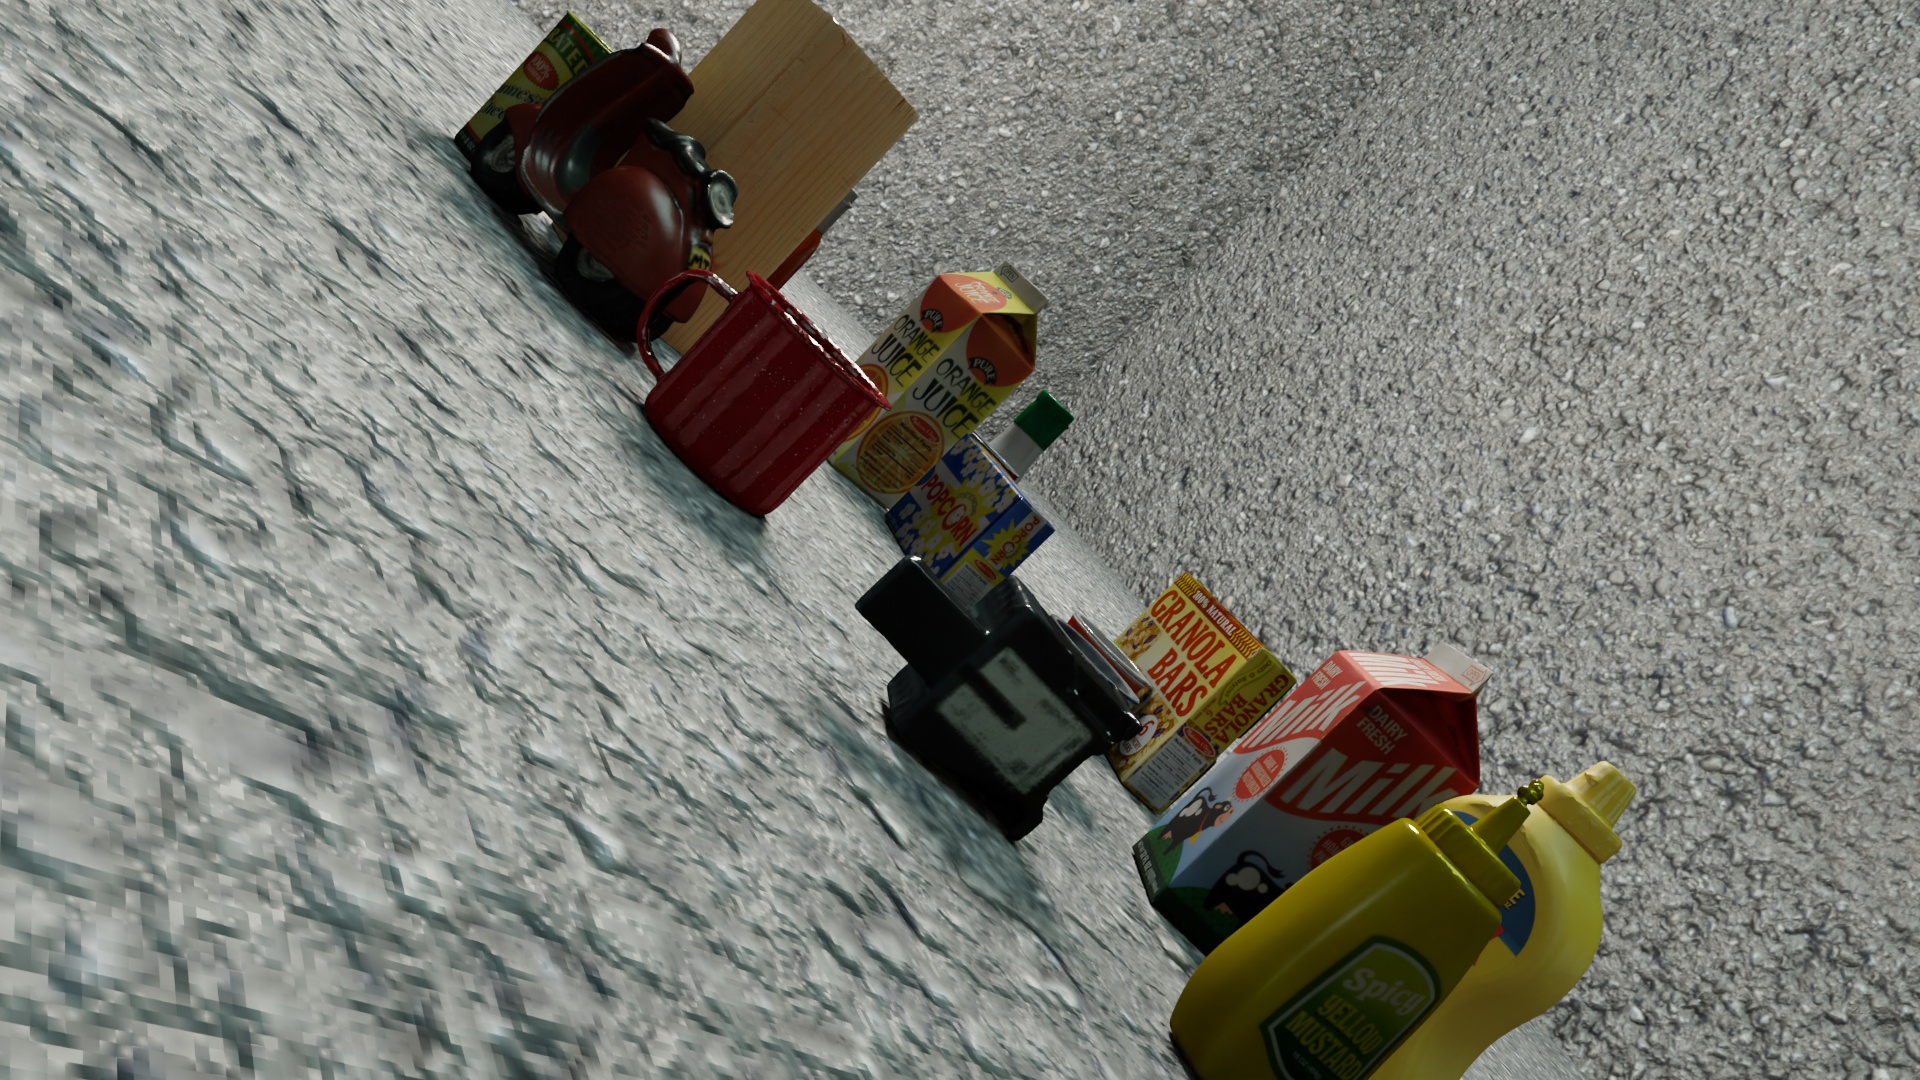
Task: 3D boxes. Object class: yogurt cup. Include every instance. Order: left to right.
[{"bbox_3d":[0.082,0.089,0.923,0.072,0.054,0.072,44,6,-5],"label":"yogurt cup"}]

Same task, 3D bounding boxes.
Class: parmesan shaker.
[{"bbox_3d":[-0.242,-0.253,0.831,0.071,0.103,0.071,44,5,-5],"label":"parmesan shaker"}]

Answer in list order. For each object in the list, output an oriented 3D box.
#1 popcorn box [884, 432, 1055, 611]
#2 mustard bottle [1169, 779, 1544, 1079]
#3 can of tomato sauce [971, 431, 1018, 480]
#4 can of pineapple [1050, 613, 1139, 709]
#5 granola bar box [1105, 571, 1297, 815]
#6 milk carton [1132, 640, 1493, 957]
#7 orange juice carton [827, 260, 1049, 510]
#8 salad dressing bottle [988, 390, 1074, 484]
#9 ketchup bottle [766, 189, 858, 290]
[{"bbox_3d":[0.003,-0.012,0.925,0.038,0.085,0.127,42,6,-27],"label":"popcorn box"},{"bbox_3d":[0.150,0.141,0.498,0.065,0.160,0.049,43,6,-19],"label":"mustard bottle"},{"bbox_3d":[-0.004,-0.044,1.105,0.071,0.083,0.071,44,5,-5],"label":"can of tomato sauce"},{"bbox_3d":[0.051,0.082,0.740,0.071,0.058,0.071,44,6,-5],"label":"can of pineapple"},{"bbox_3d":[0.145,0.098,0.944,0.039,0.124,0.166,43,6,-17],"label":"granola bar box"},{"bbox_3d":[0.180,0.123,0.685,0.073,0.190,0.072,44,5,-7],"label":"milk carton"},{"bbox_3d":[-0.018,-0.122,1.014,0.073,0.192,0.072,40,7,-42],"label":"orange juice carton"},{"bbox_3d":[0.032,-0.062,1.167,0.044,0.147,0.064,44,5,-10],"label":"salad dressing bottle"},{"bbox_3d":[-0.133,-0.195,0.954,0.043,0.148,0.065,45,5,2],"label":"ketchup bottle"}]
